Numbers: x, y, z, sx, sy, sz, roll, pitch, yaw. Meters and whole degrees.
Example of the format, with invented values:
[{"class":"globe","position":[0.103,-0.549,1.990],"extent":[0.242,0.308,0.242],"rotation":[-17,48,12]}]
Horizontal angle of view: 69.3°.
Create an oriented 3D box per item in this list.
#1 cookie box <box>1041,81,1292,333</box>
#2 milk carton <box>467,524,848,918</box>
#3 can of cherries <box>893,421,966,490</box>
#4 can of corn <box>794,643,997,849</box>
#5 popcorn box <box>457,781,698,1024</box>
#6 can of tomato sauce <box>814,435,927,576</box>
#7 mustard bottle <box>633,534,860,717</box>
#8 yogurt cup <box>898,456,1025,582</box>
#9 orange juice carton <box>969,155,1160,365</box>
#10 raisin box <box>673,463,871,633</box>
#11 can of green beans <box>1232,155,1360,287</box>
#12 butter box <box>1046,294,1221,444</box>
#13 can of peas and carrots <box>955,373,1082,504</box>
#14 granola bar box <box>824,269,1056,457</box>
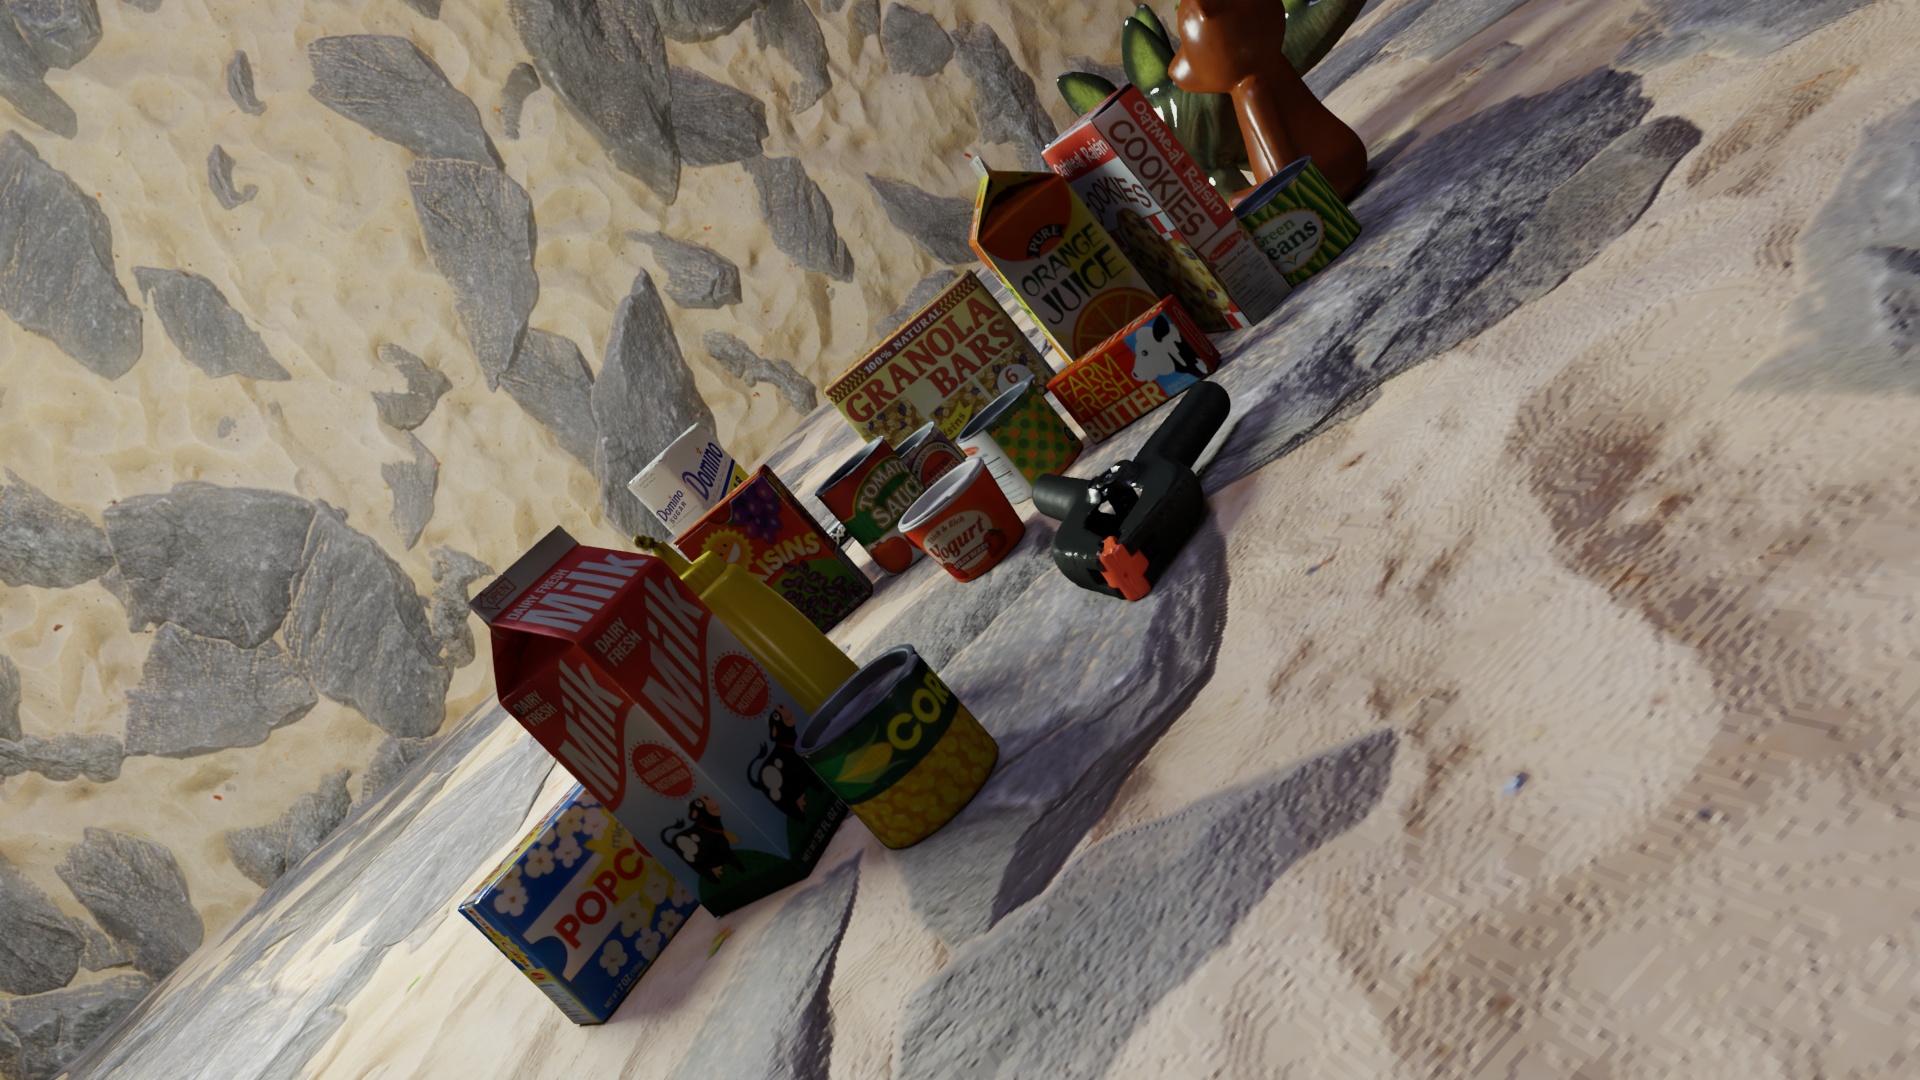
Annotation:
[{"class":"cookie box","position":[0.134,-0.215,0.925],"extent":[0.040,0.167,0.123],"rotation":[-42,12,-5]},{"class":"milk carton","position":[-0.142,0.080,0.653],"extent":[0.073,0.190,0.073],"rotation":[-32,14,36]},{"class":"can of cherries","position":[-0.027,-0.050,1.090],"extent":[0.071,0.058,0.072],"rotation":[-39,12,10]},{"class":"can of corn","position":[-0.025,0.086,0.587],"extent":[0.071,0.058,0.071],"rotation":[-39,12,10]},{"class":"popcorn box","position":[-0.176,0.166,0.702],"extent":[0.038,0.085,0.127],"rotation":[-28,17,47]},{"class":"can of tomato sauce","position":[-0.055,-0.025,1.026],"extent":[0.071,0.083,0.071],"rotation":[-39,12,10]},{"class":"mustard bottle","position":[-0.110,0.053,0.725],"extent":[0.065,0.160,0.049],"rotation":[-33,14,32]},{"class":"yogurt cup","position":[0.003,-0.011,0.865],"extent":[0.072,0.054,0.072],"rotation":[-39,12,10]},{"class":"orange juice carton","position":[0.070,-0.183,0.945],"extent":[0.073,0.192,0.072],"rotation":[-40,11,5]},{"class":"raisin box","position":[-0.137,0.018,1.029],"extent":[0.086,0.123,0.040],"rotation":[-39,12,8]},{"class":"can of green beans","position":[0.216,-0.205,0.901],"extent":[0.071,0.057,0.071],"rotation":[-39,12,10]},{"class":"butter box","position":[0.109,-0.107,0.887],"extent":[0.103,0.053,0.024],"rotation":[-31,15,38]},{"class":"can of peas and carrots","position":[0.042,-0.068,0.942],"extent":[0.071,0.058,0.071],"rotation":[-39,12,10]},{"class":"granola bar box","position":[-0.017,-0.136,1.213],"extent":[0.165,0.124,0.039],"rotation":[-39,12,10]}]
